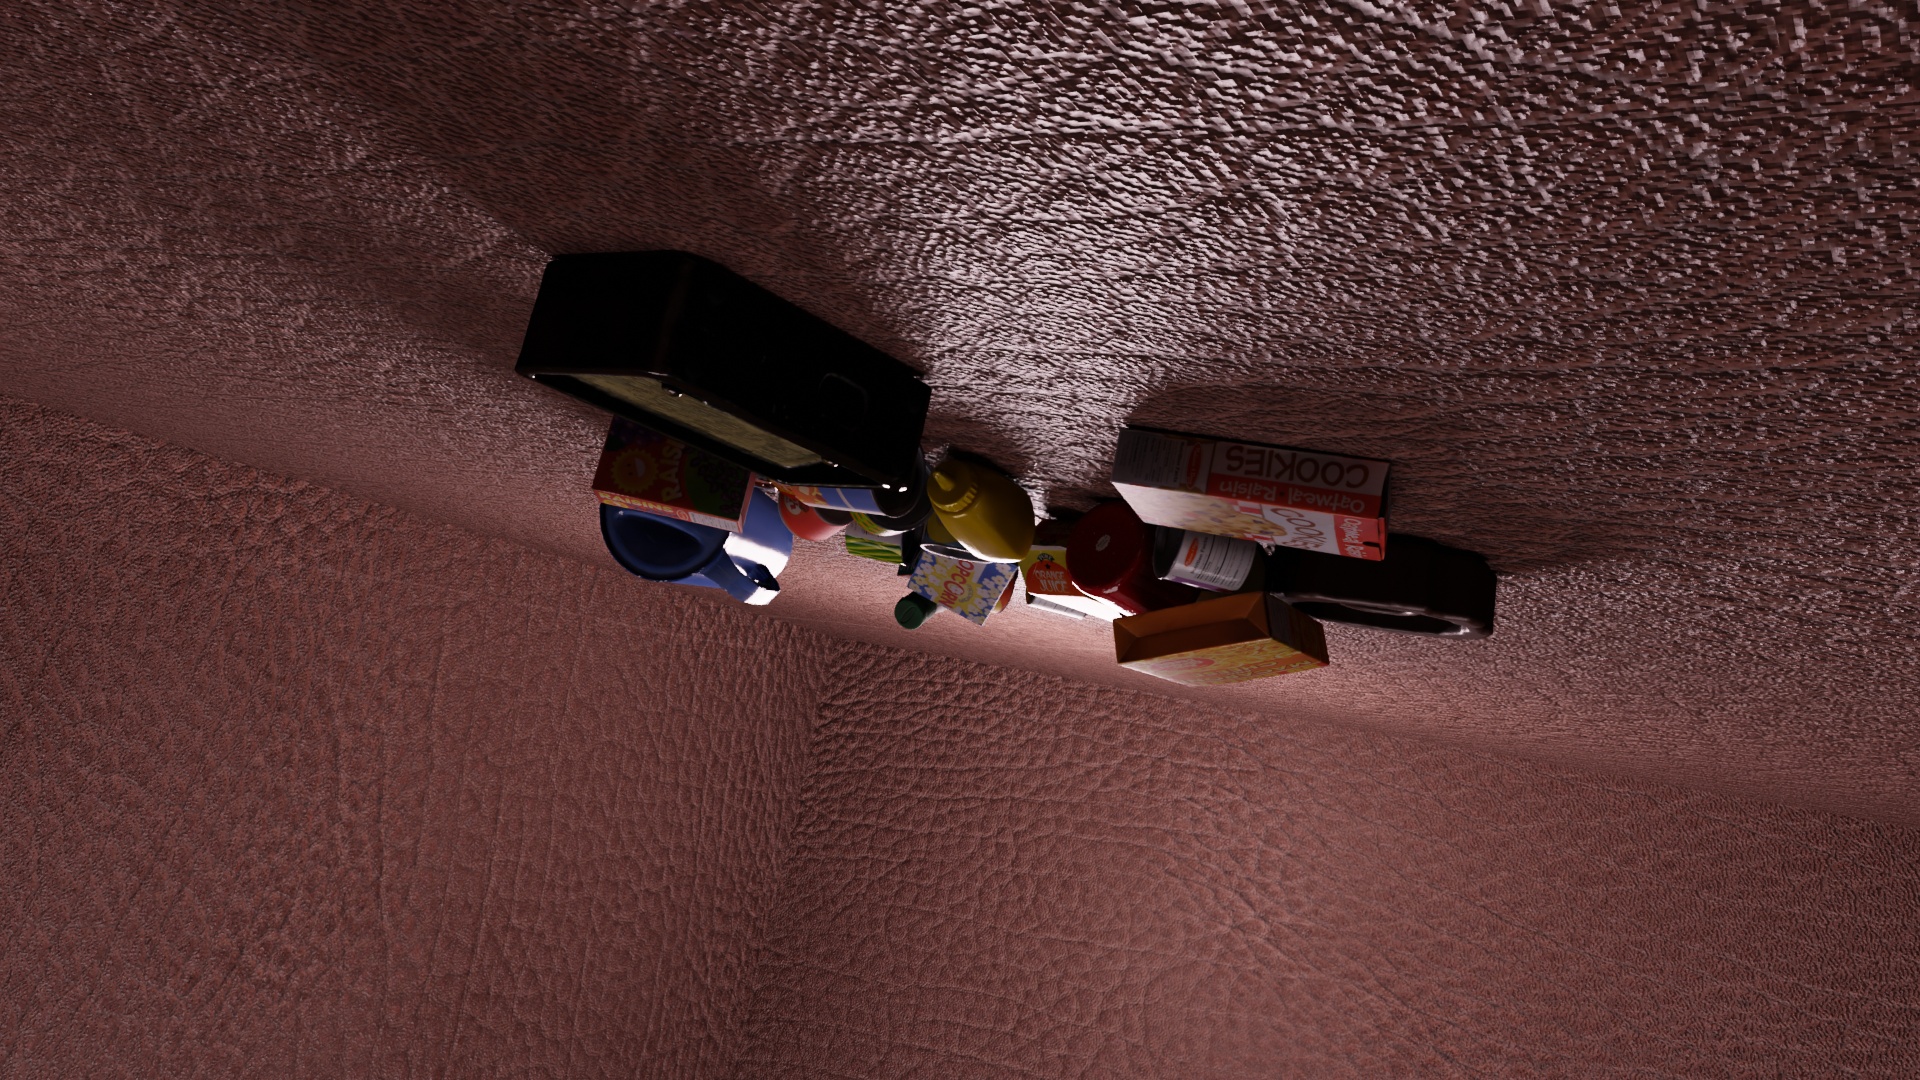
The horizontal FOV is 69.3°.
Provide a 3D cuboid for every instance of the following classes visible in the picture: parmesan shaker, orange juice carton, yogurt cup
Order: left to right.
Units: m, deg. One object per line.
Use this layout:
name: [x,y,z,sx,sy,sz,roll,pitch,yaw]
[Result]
yogurt cup: [-0.124,-0.036,1.256,0.072,0.072,0.054,17,162,-29]
orange juice carton: [0.130,0.029,1.270,0.192,0.073,0.072,20,168,-41]
parmesan shaker: [0.207,0.029,1.183,0.071,0.071,0.103,18,169,-34]

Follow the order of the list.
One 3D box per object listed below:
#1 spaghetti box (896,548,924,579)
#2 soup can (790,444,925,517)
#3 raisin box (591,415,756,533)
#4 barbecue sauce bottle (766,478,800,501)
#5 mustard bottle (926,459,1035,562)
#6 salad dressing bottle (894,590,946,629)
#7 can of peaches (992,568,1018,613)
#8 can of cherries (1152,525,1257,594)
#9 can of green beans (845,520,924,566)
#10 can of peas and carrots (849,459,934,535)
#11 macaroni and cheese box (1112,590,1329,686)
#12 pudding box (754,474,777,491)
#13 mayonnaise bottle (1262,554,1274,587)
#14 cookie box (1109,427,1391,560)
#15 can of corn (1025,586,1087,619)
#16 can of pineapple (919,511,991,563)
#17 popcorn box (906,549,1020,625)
spaghetti box: [-0.010,0.015,1.469,0.029,0.050,0.249,17,171,-20]
soup can: [-0.079,-0.057,1.045,0.084,0.071,0.071,8,170,35]
raisin box: [-0.231,-0.063,1.146,0.123,0.086,0.040,12,165,-1]
barbecue sauce bottle: [-0.136,-0.065,1.137,0.065,0.044,0.148,8,171,7]
mustard bottle: [0.011,-0.030,1.101,0.049,0.065,0.160,2,162,26]
salad dressing bottle: [-0.027,0.061,1.602,0.044,0.064,0.148,45,-149,7]
can of peaches: [0.024,0.042,1.557,0.058,0.071,0.071,16,171,-18]
can of cherries: [0.183,0.001,1.041,0.058,0.071,0.071,13,172,-8]
can of green beans: [-0.071,-0.013,1.313,0.058,0.071,0.071,11,171,14]
can of peas and carrots: [-0.057,-0.040,1.122,0.071,0.071,0.058,15,172,-13]
macaroni and cheese box: [0.211,0.083,1.107,0.123,0.040,0.166,-13,162,27]
pudding box: [-0.204,-0.070,1.255,0.084,0.030,0.049,12,171,4]
mayonnaise bottle: [0.281,0.041,1.240,0.065,0.041,0.148,10,170,8]
cookie box: [0.192,-0.028,0.901,0.167,0.040,0.123,10,171,19]
can of corn: [0.104,0.041,1.429,0.058,0.071,0.071,15,171,-11]
can of pineapple: [0.004,-0.015,1.214,0.071,0.058,0.071,12,172,2]
popcorn box: [0.006,0.022,1.311,0.085,0.038,0.126,28,147,1]
